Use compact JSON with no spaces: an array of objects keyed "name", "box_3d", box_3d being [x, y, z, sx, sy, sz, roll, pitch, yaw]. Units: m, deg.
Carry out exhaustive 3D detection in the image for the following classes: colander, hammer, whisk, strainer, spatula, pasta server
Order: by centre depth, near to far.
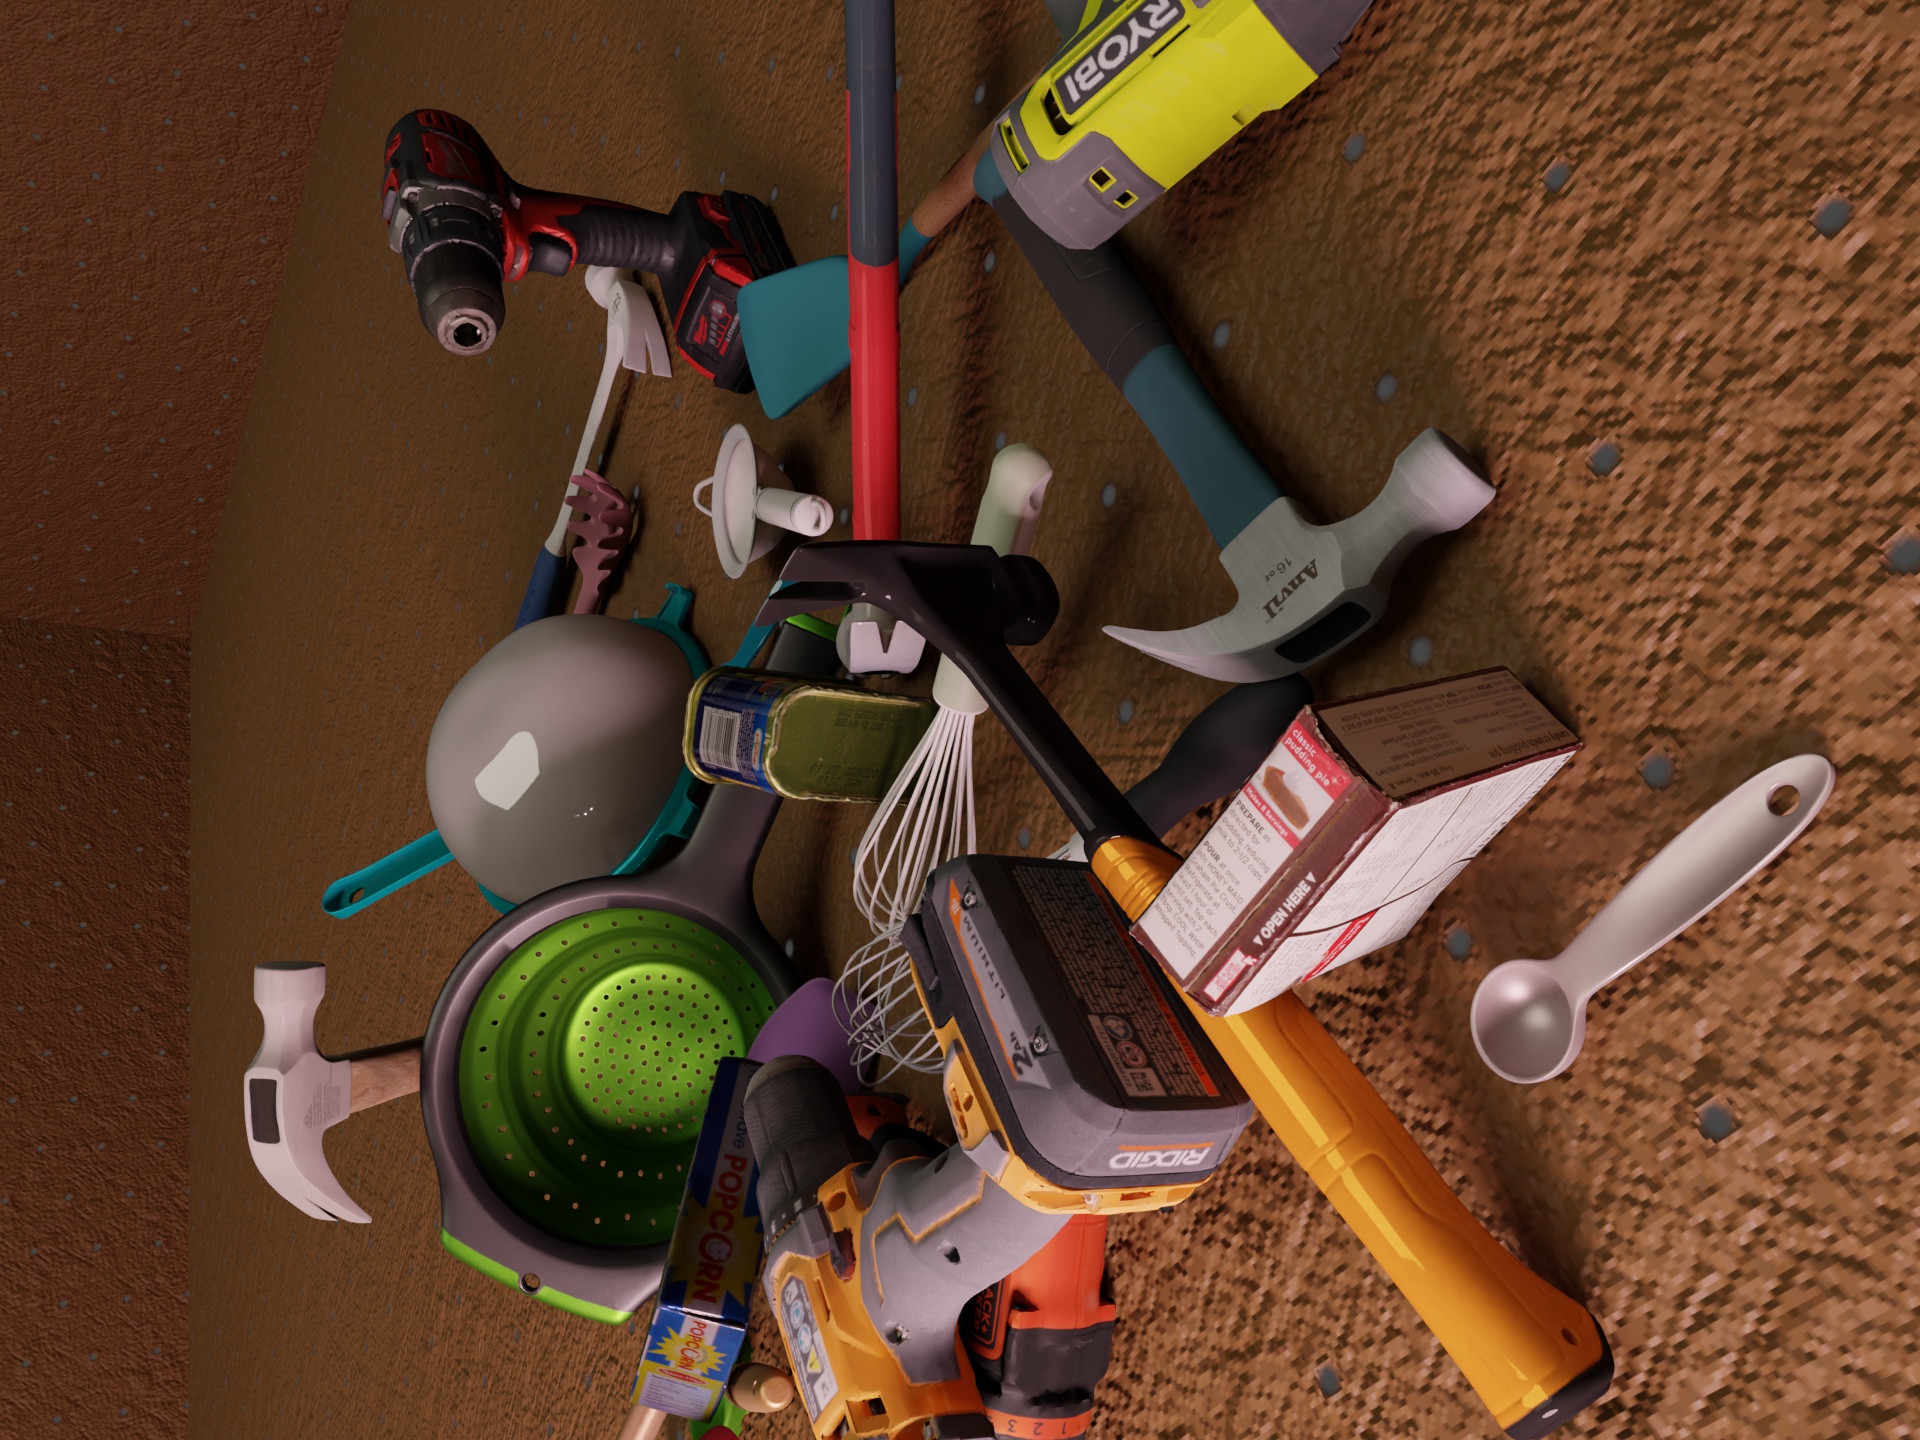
[{"name":"hammer","box_3d":[0.065,0.063,0.488,0.337,0.127,0.034,53,125,28]},{"name":"hammer","box_3d":[0.071,-0.142,0.611,0.128,0.033,0.331,-46,43,23]},{"name":"whisk","box_3d":[0.036,0.065,0.622,0.284,0.070,0.070,-45,48,37]},{"name":"whisk","box_3d":[-0.001,-0.002,0.671,0.059,0.058,0.246,26,122,18]},{"name":"hammer","box_3d":[-0.039,-0.215,0.717,0.143,0.038,0.386,161,108,-84]},{"name":"spatula","box_3d":[-0.012,-0.254,0.766,0.317,0.044,0.082,-32,69,49]},{"name":"spatula","box_3d":[-0.124,0.273,0.779,0.060,0.018,0.316,25,91,19]},{"name":"strainer","box_3d":[-0.098,-0.112,0.837,0.258,0.050,0.087,-149,61,-70]},{"name":"colander","box_3d":[-0.138,0.108,0.846,0.094,0.204,0.397,76,-142,-86]},{"name":"hammer","box_3d":[-0.268,0.183,0.876,0.031,0.331,0.130,0,88,17]},{"name":"strainer","box_3d":[-0.312,0.039,1.004,0.340,0.095,0.211,-27,50,22]},{"name":"pasta server","box_3d":[-0.298,-0.042,1.181,0.060,0.040,0.316,48,126,37]},{"name":"hammer","box_3d":[-0.306,-0.138,1.212,0.144,0.035,0.405,55,129,47]}]

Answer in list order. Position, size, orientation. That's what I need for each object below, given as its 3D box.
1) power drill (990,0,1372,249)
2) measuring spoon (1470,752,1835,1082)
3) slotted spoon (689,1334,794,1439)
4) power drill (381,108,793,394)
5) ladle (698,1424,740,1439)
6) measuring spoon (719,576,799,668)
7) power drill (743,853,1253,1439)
[{"name":"power drill","box_3d":[0.069,-0.312,0.608,0.171,0.080,0.223,-34,57,28]},{"name":"measuring spoon","box_3d":[0.187,0.054,0.427,0.124,0.018,0.034,-52,41,29]},{"name":"slotted spoon","box_3d":[-0.099,0.304,0.723,0.313,0.031,0.070,119,160,-65]},{"name":"power drill","box_3d":[-0.210,-0.256,0.906,0.080,0.226,0.188,-56,41,36]},{"name":"ladle","box_3d":[-0.130,0.371,0.764,0.315,0.031,0.069,123,146,-65]},{"name":"measuring spoon","box_3d":[-0.110,-0.044,0.911,0.128,0.021,0.042,-56,41,22]},{"name":"power drill","box_3d":[-0.010,0.147,0.567,0.226,0.084,0.186,-61,38,30]}]
